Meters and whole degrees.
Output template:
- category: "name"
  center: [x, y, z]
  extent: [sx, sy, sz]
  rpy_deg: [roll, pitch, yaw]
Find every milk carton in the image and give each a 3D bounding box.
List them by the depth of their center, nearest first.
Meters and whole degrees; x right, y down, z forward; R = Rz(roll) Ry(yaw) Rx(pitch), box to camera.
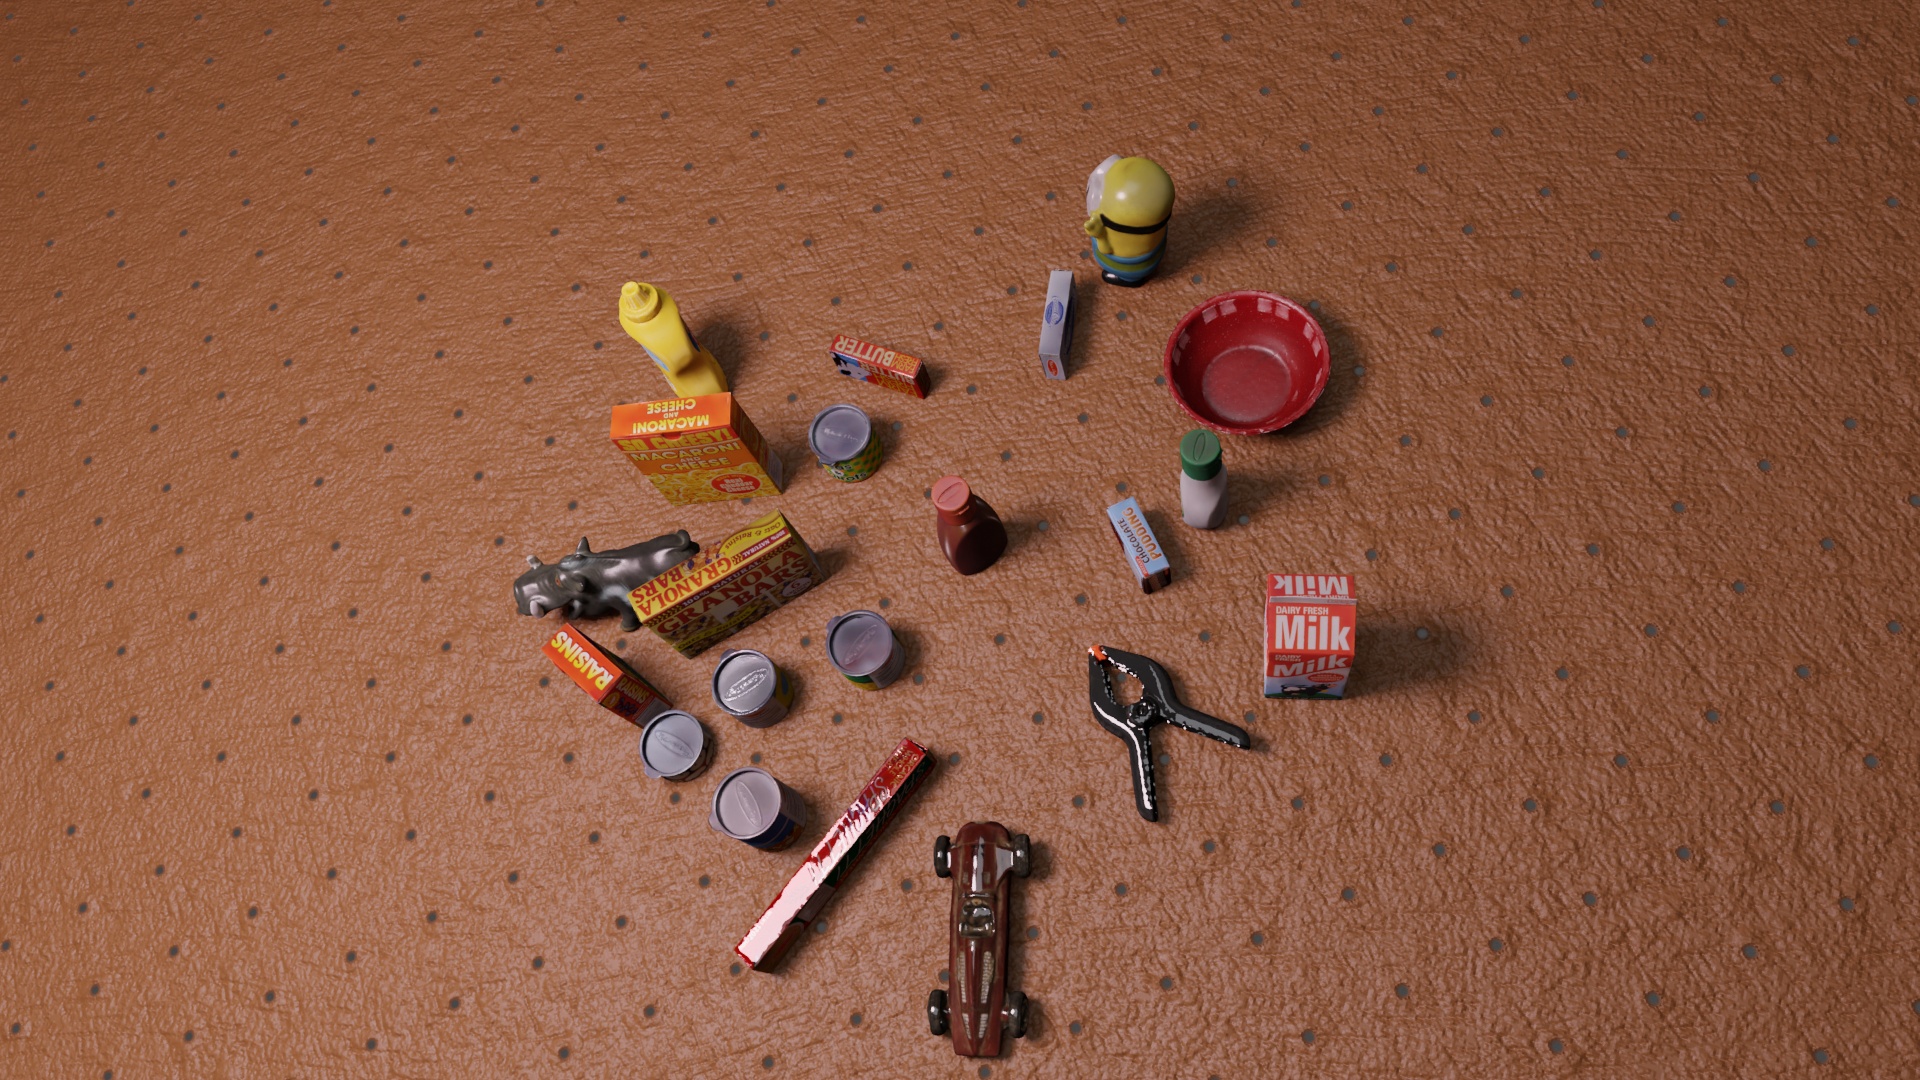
- category: "milk carton"
  center: [0.302, 0.080, 1.210]
  extent: [0.072, 0.190, 0.073]
  rpy_deg: [0, 69, 12]

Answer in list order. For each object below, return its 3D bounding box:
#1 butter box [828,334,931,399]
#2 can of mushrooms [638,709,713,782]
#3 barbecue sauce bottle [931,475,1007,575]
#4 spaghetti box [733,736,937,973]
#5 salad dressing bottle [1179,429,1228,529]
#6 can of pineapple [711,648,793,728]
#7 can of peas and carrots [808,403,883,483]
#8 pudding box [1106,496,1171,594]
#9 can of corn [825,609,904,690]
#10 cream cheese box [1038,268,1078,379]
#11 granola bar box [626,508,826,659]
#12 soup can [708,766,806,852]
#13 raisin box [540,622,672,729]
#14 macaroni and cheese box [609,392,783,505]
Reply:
- category: "butter box"
  center: [-0.084, -0.184, 1.470]
  extent: [0.103, 0.053, 0.024]
  rpy_deg: [19, 74, 18]
- category: "can of mushrooms"
  center: [-0.280, 0.204, 1.361]
  extent: [0.071, 0.033, 0.071]
  rpy_deg: [-4, 68, 10]
- category: "barbecue sauce bottle"
  center: [0.005, -0.017, 1.332]
  extent: [0.065, 0.148, 0.044]
  rpy_deg: [-38, 66, -5]
- category: "spaghetti box"
  center: [-0.112, 0.289, 1.284]
  extent: [0.029, 0.050, 0.250]
  rpy_deg: [35, 79, 22]
- category: "salad dressing bottle"
  center: [0.228, -0.058, 1.305]
  extent: [0.044, 0.147, 0.064]
  rpy_deg: [12, 72, 16]
- category: "can of pineapple"
  center: [-0.203, 0.144, 1.357]
  extent: [0.071, 0.057, 0.071]
  rpy_deg: [-4, 68, 10]
- category: "can of peas and carrots"
  center: [-0.119, -0.098, 1.438]
  extent: [0.071, 0.058, 0.071]
  rpy_deg: [-4, 68, 10]
- category: "pudding box"
  center: [0.173, 0.005, 1.344]
  extent: [0.030, 0.049, 0.084]
  rpy_deg: [-25, 66, 1]
- category: "can of corn"
  center: [-0.093, 0.106, 1.351]
  extent: [0.071, 0.058, 0.071]
  rpy_deg: [-4, 68, 10]
- category: "cream cheese box"
  center: [0.102, -0.225, 1.449]
  extent: [0.024, 0.053, 0.104]
  rpy_deg: [5, 69, 13]
- category: "granola bar box"
  center: [-0.225, 0.046, 1.365]
  extent: [0.165, 0.124, 0.039]
  rpy_deg: [-30, 66, -2]
- category: "soup can"
  center: [-0.189, 0.253, 1.296]
  extent: [0.071, 0.083, 0.071]
  rpy_deg: [-4, 68, 10]
- category: "raisin box"
  center: [-0.343, 0.135, 1.353]
  extent: [0.086, 0.123, 0.040]
  rpy_deg: [37, 80, 22]
- category: "macaroni and cheese box"
  center: [-0.262, -0.089, 1.404]
  extent: [0.124, 0.166, 0.040]
  rpy_deg: [-6, 68, 9]
